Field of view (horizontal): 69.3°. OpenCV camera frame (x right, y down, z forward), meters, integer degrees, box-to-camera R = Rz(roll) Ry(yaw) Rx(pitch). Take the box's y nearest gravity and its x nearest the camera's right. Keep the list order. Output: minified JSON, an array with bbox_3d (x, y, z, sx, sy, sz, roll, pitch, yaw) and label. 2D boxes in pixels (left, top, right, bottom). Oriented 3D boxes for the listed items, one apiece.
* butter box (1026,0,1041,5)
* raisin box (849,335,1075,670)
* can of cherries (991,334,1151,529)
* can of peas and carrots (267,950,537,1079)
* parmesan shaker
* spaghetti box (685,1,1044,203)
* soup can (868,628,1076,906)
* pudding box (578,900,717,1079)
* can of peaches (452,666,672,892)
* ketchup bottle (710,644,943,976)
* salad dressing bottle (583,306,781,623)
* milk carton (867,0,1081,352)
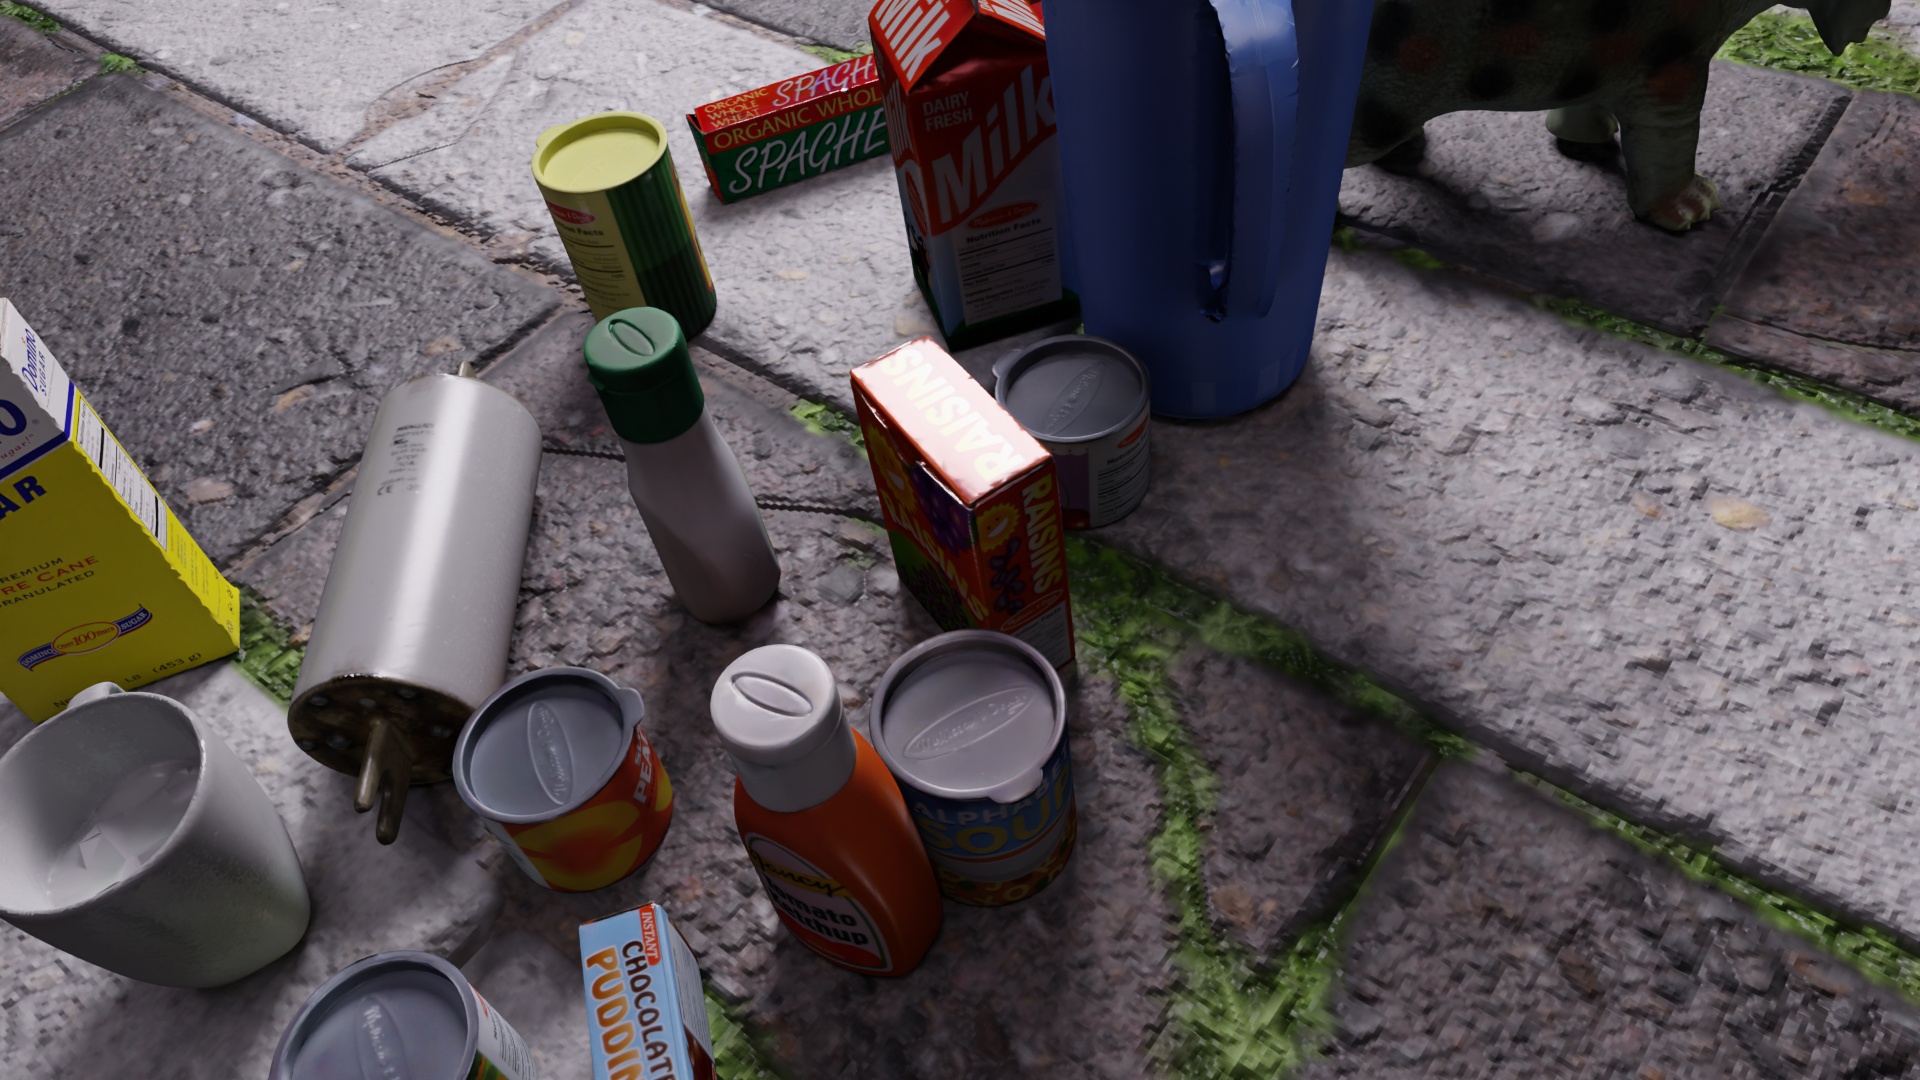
[{"bbox_3d":[0.048,-0.332,0.853,0.103,0.052,0.024,15,54,20],"label":"butter box"},{"bbox_3d":[0.002,-0.007,0.541,0.040,0.122,0.086,-30,52,-16],"label":"raisin box"},{"bbox_3d":[0.049,-0.049,0.612,0.071,0.058,0.072,-4,50,5],"label":"can of cherries"},{"bbox_3d":[-0.182,0.179,0.455,0.071,0.058,0.071,-4,50,5],"label":"can of peas and carrots"},{"bbox_3d":[-0.169,-0.156,0.704,0.071,0.102,0.072,-4,50,5],"label":"parmesan shaker"},{"bbox_3d":[-0.031,-0.258,0.805,0.250,0.050,0.029,-20,50,-9],"label":"spaghetti box"},{"bbox_3d":[0.008,0.084,0.490,0.071,0.083,0.072,-4,50,5],"label":"soup can"},{"bbox_3d":[-0.100,0.169,0.457,0.030,0.049,0.084,-17,50,-5],"label":"pudding box"},{"bbox_3d":[-0.146,0.090,0.524,0.071,0.057,0.071,-4,50,5],"label":"can of peaches"},{"bbox_3d":[-0.045,0.089,0.451,0.065,0.148,0.044,19,56,23],"label":"ketchup bottle"},{"bbox_3d":[-0.111,-0.027,0.558,0.044,0.147,0.064,-37,55,-21],"label":"salad dressing bottle"},{"bbox_3d":[0.007,-0.188,0.649,0.073,0.189,0.072,-17,50,-6],"label":"milk carton"}]
